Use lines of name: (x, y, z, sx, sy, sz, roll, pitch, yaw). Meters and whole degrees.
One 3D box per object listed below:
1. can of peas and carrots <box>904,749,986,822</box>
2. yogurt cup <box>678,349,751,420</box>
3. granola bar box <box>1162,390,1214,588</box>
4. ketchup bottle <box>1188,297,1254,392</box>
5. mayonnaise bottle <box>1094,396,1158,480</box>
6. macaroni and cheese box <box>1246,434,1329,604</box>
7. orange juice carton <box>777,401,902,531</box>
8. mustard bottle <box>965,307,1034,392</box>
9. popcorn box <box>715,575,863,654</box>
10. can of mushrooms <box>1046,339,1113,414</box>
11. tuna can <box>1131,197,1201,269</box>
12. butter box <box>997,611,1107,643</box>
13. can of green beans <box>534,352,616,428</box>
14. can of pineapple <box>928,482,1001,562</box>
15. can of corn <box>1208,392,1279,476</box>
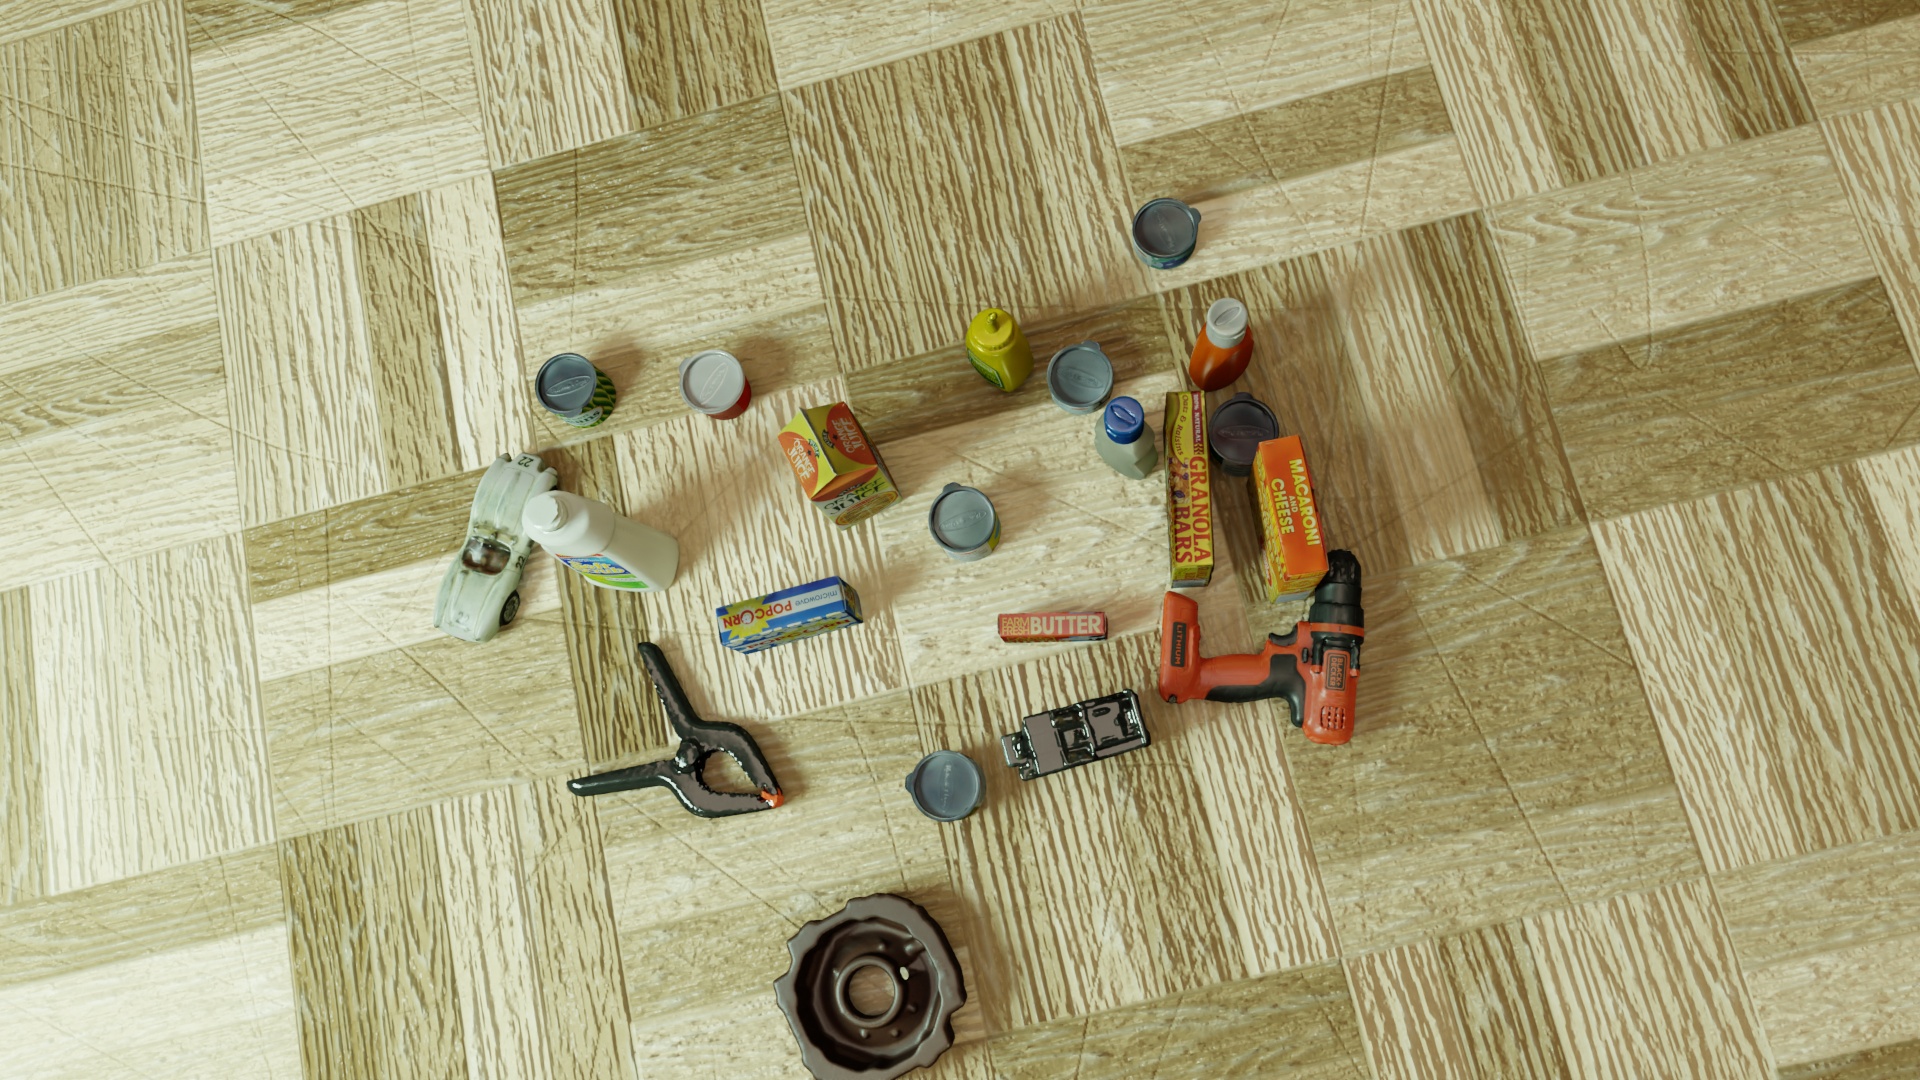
can of peas and carrots: (-0.013, 0.233, 1.314, 0.071, 0.058, 0.071, -1, 79, 7)
yogurt cup: (-0.248, -0.156, 1.425, 0.072, 0.054, 0.072, -1, 79, 7)
granola bar box: (0.215, -0.045, 1.309, 0.039, 0.124, 0.166, -2, 78, 7)
ketchup bottle: (0.251, -0.188, 1.321, 0.065, 0.148, 0.043, -36, 77, -1)
mayonnaise bottle: (0.156, -0.099, 1.315, 0.065, 0.148, 0.041, 37, 86, 12)
macaroni and cheese box: (0.297, -0.016, 1.271, 0.040, 0.166, 0.124, -10, 78, 5)
orange juice carton: (-0.116, -0.072, 1.320, 0.073, 0.192, 0.072, -28, 77, 1)
mustard bottle: (0.034, -0.191, 1.342, 0.065, 0.160, 0.049, 39, 86, 12)
popcorn box: (-0.165, 0.074, 1.351, 0.127, 0.085, 0.038, -15, 78, 4)
can of mushrooms: (0.121, -0.163, 1.391, 0.071, 0.033, 0.071, -1, 78, 7)
tuna can: (0.210, -0.312, 1.411, 0.071, 0.033, 0.071, -1, 78, 7)
butter box: (0.089, 0.084, 1.334, 0.103, 0.053, 0.024, -2, 79, 7)
can of green beans: (-0.399, -0.155, 1.441, 0.071, 0.057, 0.071, -1, 79, 7)
can of pineapple: (0.005, -0.017, 1.363, 0.071, 0.058, 0.071, -1, 79, 7)
can of corn: (0.273, -0.102, 1.347, 0.071, 0.058, 0.071, -1, 79, 7)
